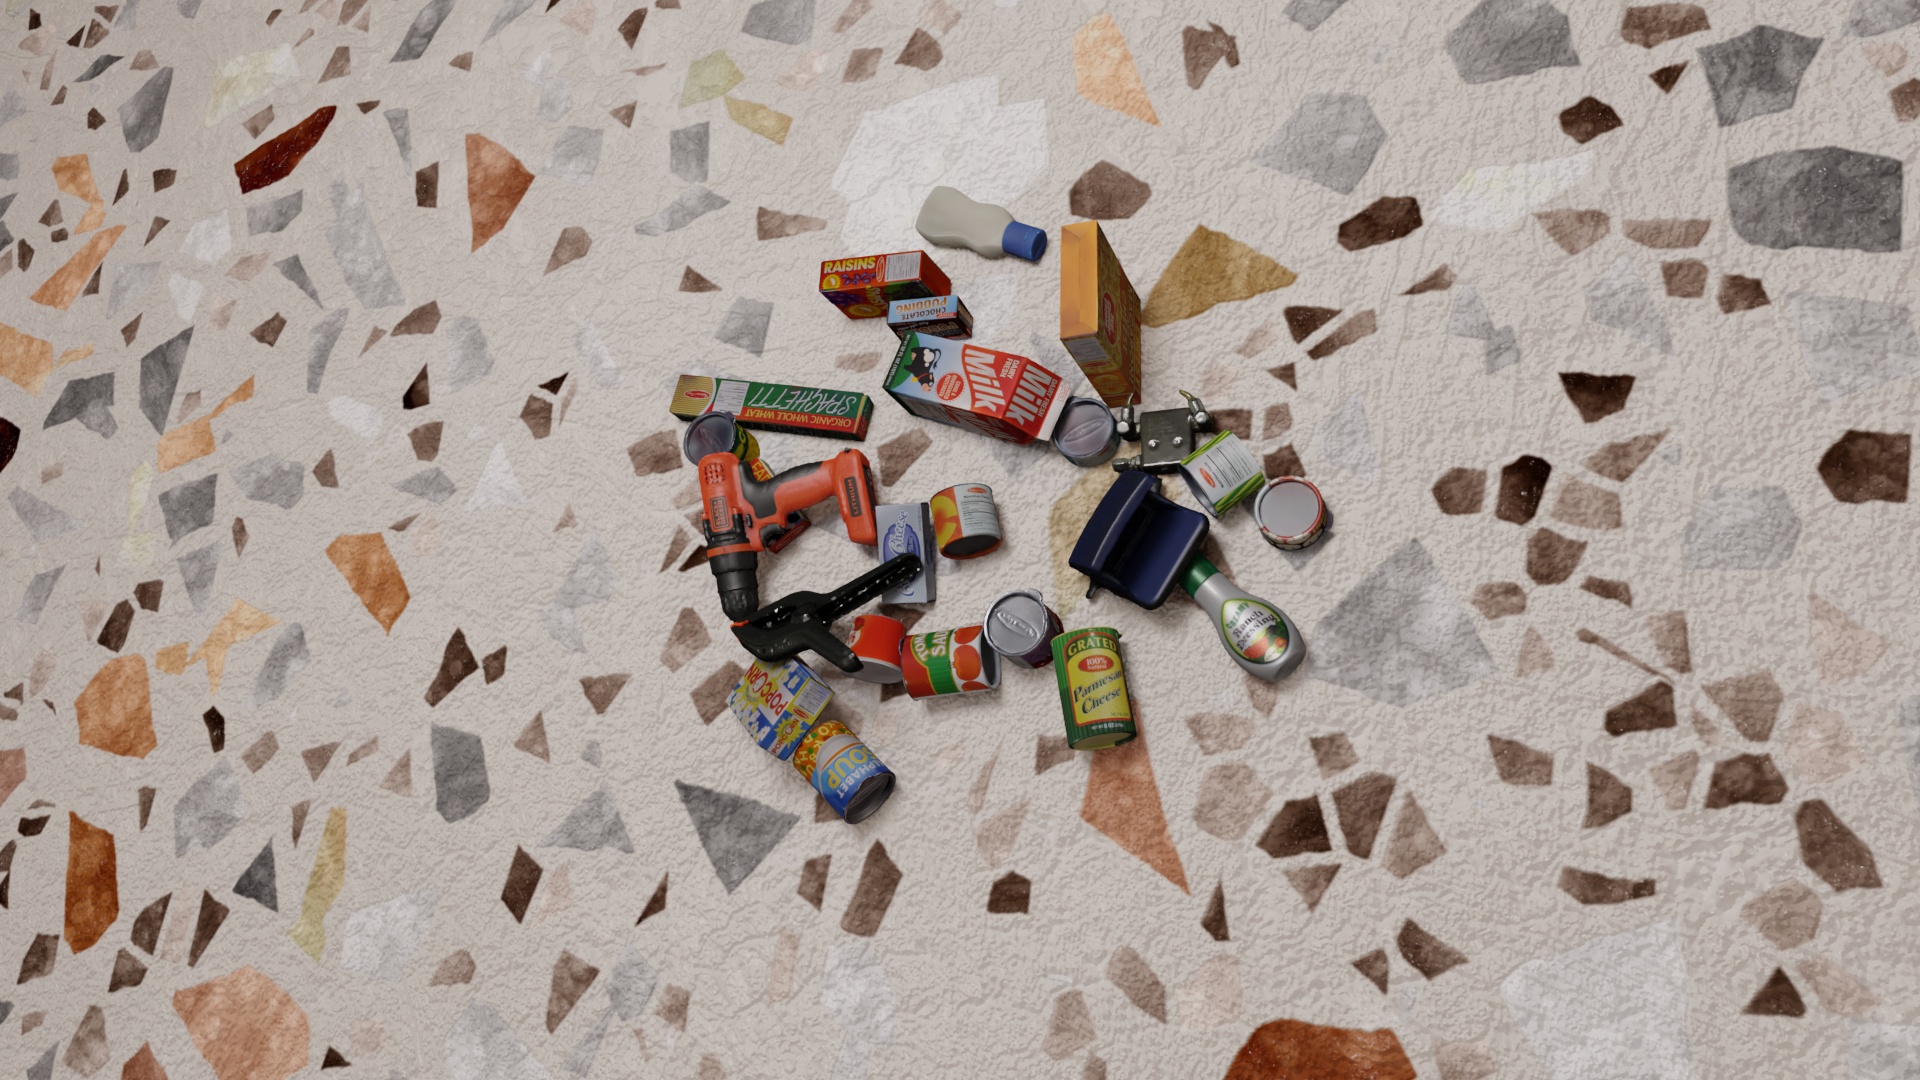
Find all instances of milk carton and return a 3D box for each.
[{"bbox_3d":[0.023,-0.156,1.450,0.191,0.073,0.072,18,79,29],"label":"milk carton"}]

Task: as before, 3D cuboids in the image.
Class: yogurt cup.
[{"bbox_3d":[-0.086,0.109,1.410,0.072,0.072,0.054,0,64,22],"label":"yogurt cup"}]

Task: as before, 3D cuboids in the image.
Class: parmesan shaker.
[{"bbox_3d":[0.129,0.140,1.314,0.071,0.071,0.103,-16,67,16],"label":"parmesan shaker"}]

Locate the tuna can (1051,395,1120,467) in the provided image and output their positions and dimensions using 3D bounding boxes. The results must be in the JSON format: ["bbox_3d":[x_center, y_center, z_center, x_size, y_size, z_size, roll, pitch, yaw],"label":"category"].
[{"bbox_3d":[0.128,-0.112,1.421,0.071,0.032,0.071,-7,69,19],"label":"tuna can"}]

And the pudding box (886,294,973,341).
[{"bbox_3d":[-0.034,-0.242,1.521,0.083,0.049,0.030,-1,70,20],"label":"pudding box"}]

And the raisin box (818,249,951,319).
[{"bbox_3d":[-0.083,-0.280,1.533,0.123,0.086,0.040,-2,76,21],"label":"raisin box"}]

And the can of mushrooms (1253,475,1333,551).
[{"bbox_3d":[0.315,-0.026,1.316,0.071,0.033,0.071,-7,68,19],"label":"can of mushrooms"}]

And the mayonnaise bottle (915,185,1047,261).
[{"bbox_3d":[0.025,-0.346,1.541,0.148,0.041,0.065,24,83,26],"label":"mayonnaise bottle"}]

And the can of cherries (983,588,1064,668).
[{"bbox_3d":[0.065,0.086,1.361,0.071,0.058,0.072,-8,69,20],"label":"can of cherries"}]

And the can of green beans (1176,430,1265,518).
[{"bbox_3d":[0.250,-0.064,1.334,0.058,0.071,0.071,-35,63,1],"label":"can of green beans"}]

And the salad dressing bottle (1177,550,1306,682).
[{"bbox_3d":[0.256,0.067,1.300,0.064,0.044,0.148,-44,61,3],"label":"salad dressing bottle"}]

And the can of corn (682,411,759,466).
[{"bbox_3d":[-0.266,-0.106,1.559,0.071,0.058,0.071,-7,69,19],"label":"can of corn"}]

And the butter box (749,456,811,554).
[{"bbox_3d":[-0.213,-0.039,1.534,0.053,0.024,0.104,-40,63,3],"label":"butter box"}]

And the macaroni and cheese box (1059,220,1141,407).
[{"bbox_3d":[0.140,-0.221,1.379,0.040,0.166,0.124,-5,70,21],"label":"macaroni and cheese box"}]

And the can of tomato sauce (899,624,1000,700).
[{"bbox_3d":[-0.010,0.119,1.372,0.083,0.071,0.071,-9,69,18],"label":"can of tomato sauce"}]

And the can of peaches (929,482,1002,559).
[{"bbox_3d":[0.005,-0.018,1.419,0.071,0.071,0.058,-18,67,15],"label":"can of peaches"}]

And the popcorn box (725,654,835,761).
[{"bbox_3d":[-0.185,0.160,1.410,0.085,0.038,0.127,-54,28,-3],"label":"popcorn box"}]

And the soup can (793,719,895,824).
[{"bbox_3d":[-0.115,0.227,1.375,0.084,0.071,0.071,40,89,28],"label":"soup can"}]

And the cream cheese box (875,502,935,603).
[{"bbox_3d":[-0.057,0.014,1.435,0.053,0.024,0.103,-4,91,21],"label":"cream cheese box"}]

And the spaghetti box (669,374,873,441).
[{"bbox_3d":[-0.215,-0.151,1.571,0.250,0.028,0.050,8,75,24],"label":"spaghetti box"}]
